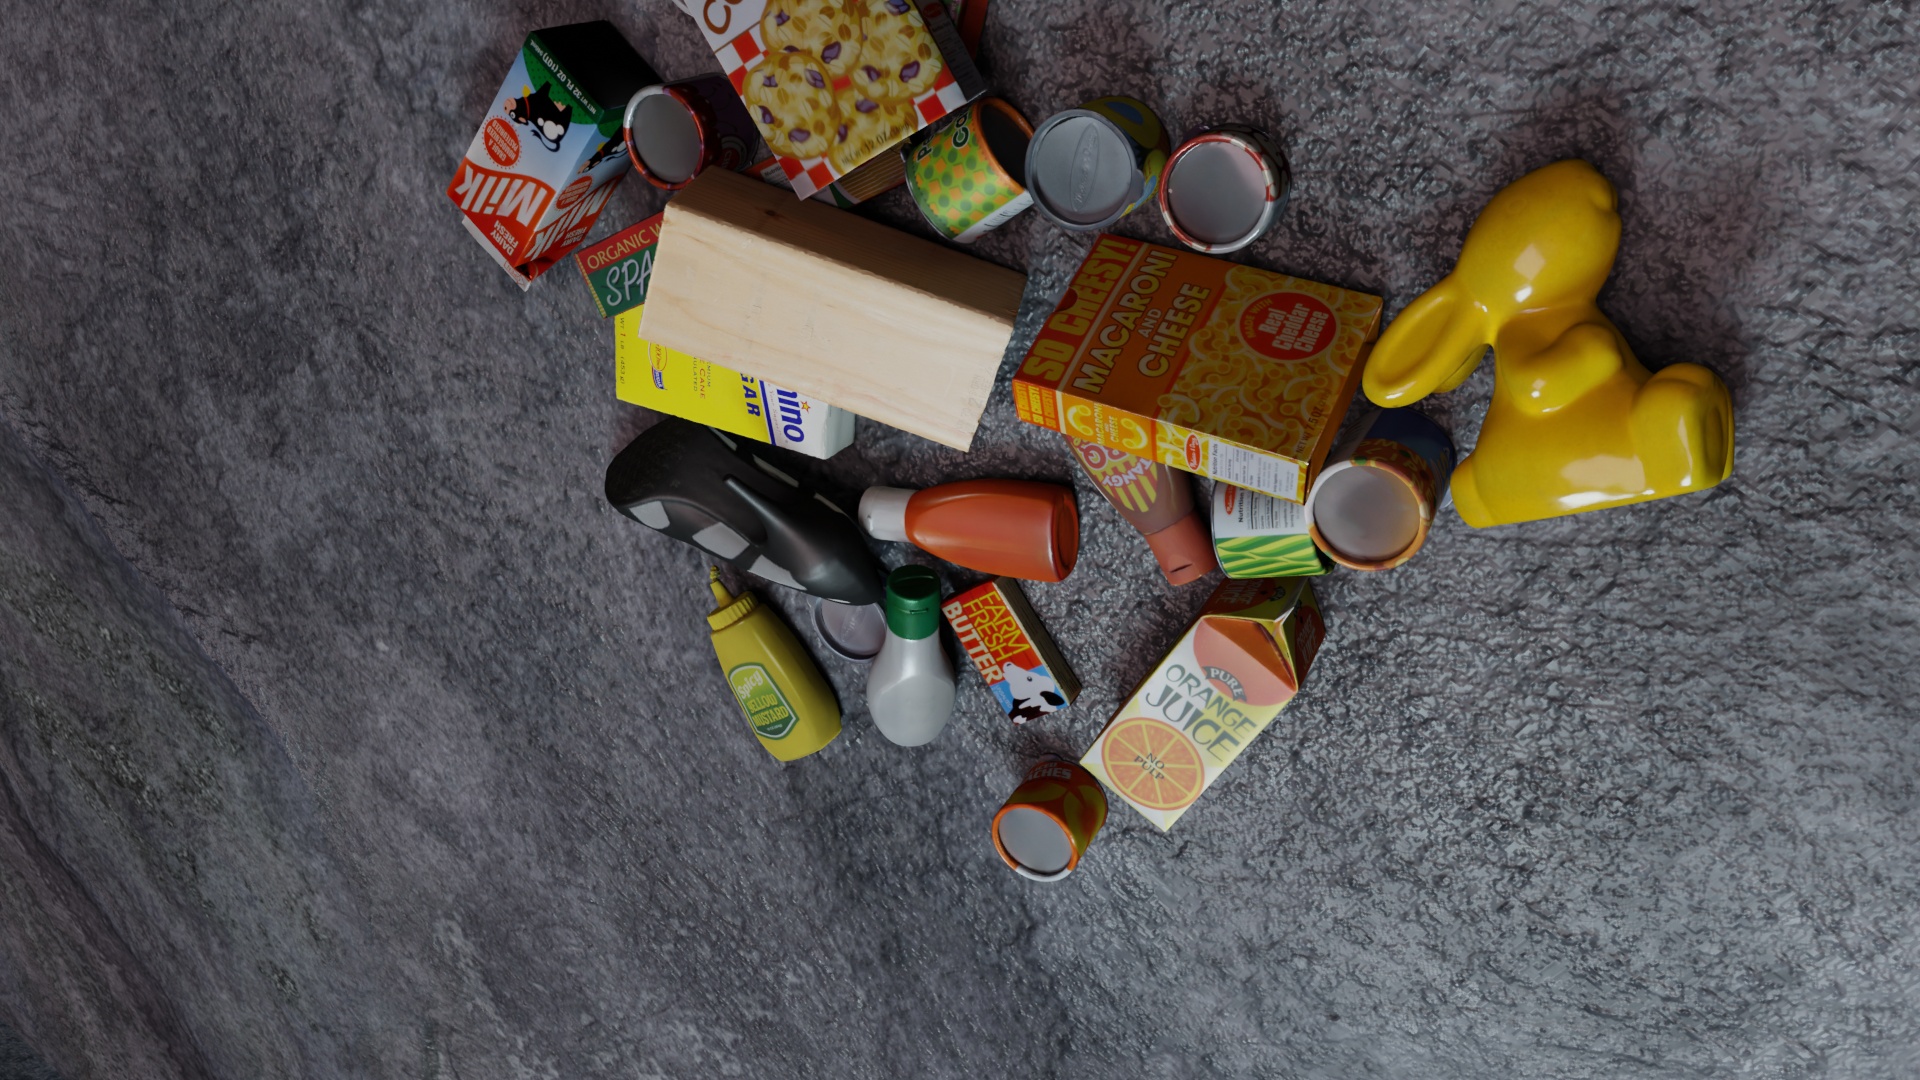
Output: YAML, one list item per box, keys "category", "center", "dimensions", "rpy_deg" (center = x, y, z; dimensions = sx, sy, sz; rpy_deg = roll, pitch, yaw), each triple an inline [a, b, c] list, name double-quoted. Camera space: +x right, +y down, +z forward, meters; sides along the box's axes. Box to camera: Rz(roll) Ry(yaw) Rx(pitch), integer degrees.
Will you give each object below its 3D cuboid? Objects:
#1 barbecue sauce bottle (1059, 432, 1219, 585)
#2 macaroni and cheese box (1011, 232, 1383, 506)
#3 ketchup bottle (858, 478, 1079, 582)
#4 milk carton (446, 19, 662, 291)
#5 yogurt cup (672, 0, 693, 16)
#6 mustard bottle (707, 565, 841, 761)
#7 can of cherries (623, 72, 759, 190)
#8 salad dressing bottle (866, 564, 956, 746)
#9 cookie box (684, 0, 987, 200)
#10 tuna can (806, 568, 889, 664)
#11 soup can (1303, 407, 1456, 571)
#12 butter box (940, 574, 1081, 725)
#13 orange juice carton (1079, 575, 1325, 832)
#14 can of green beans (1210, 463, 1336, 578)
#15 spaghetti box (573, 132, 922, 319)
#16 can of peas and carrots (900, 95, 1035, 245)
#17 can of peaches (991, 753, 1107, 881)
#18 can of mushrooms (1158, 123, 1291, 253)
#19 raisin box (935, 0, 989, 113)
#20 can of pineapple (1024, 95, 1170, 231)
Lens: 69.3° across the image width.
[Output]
- category: "barbecue sauce bottle"
  center: [0.109, -0.044, 0.848]
  dimensions: [0.064, 0.044, 0.148]
  rpy_deg: [-24, 100, 35]
- category: "macaroni and cheese box"
  center: [0.129, -0.099, 0.759]
  dimensions: [0.166, 0.124, 0.040]
  rpy_deg: [19, 150, 21]
- category: "ketchup bottle"
  center: [0.003, -0.012, 0.924]
  dimensions: [0.149, 0.044, 0.064]
  rpy_deg: [7, 118, 27]
- category: "milk carton"
  center: [-0.283, -0.256, 0.949]
  dimensions: [0.072, 0.074, 0.189]
  rpy_deg: [48, 127, 0]
- category: "yogurt cup"
  center: [-0.141, -0.350, 0.833]
  dimensions: [0.072, 0.054, 0.072]
  rpy_deg: [13, 119, 24]
- category: "mustard bottle"
  center: [-0.153, 0.091, 1.060]
  dimensions: [0.065, 0.049, 0.160]
  rpy_deg: [-25, 100, 34]
- category: "can of cherries"
  center: [-0.171, -0.260, 0.892]
  dimensions: [0.071, 0.059, 0.071]
  rpy_deg: [13, 119, 24]
- category: "salad dressing bottle"
  center: [-0.033, 0.081, 0.967]
  dimensions: [0.064, 0.044, 0.146]
  rpy_deg: [-6, 133, -11]
- category: "cookie box"
  center: [-0.080, -0.295, 0.775]
  dimensions: [0.122, 0.040, 0.167]
  rpy_deg: [-22, 107, 30]
- category: "tuna can"
  center: [-0.074, 0.052, 1.006]
  dimensions: [0.071, 0.033, 0.070]
  rpy_deg: [13, 119, 24]
- category: "soup can"
  center: [0.233, -0.028, 0.760]
  dimensions: [0.071, 0.084, 0.071]
  rpy_deg: [12, 119, 24]
- category: "butter box"
  center: [0.035, 0.074, 0.960]
  dimensions: [0.053, 0.024, 0.103]
  rpy_deg: [-27, 99, 36]
- category: "orange juice carton"
  center: [0.160, 0.088, 0.866]
  dimensions: [0.073, 0.072, 0.191]
  rpy_deg: [38, 127, 7]
- category: "can of green beans"
  center: [0.184, -0.012, 0.807]
  dimensions: [0.058, 0.071, 0.071]
  rpy_deg: [-3, 112, 30]
- category: "spaghetti box"
  center: [-0.137, -0.209, 0.886]
  dimensions: [0.249, 0.029, 0.050]
  rpy_deg: [-19, 102, 23]
- category: "can of peas and carrots"
  center: [0.009, -0.216, 0.805]
  dimensions: [0.058, 0.071, 0.071]
  rpy_deg: [-27, 99, 35]
- category: "can of peaches"
  center: [0.062, 0.196, 0.984]
  dimensions: [0.071, 0.058, 0.071]
  rpy_deg: [13, 120, 24]
- category: "can of mushrooms"
  center: [0.143, -0.194, 0.761]
  dimensions: [0.071, 0.034, 0.070]
  rpy_deg: [13, 120, 24]
- category: "raisin box"
  center: [-0.049, -0.310, 0.810]
  dimensions: [0.123, 0.040, 0.085]
  rpy_deg: [27, 125, 17]
- category: "can of pineapple"
  center: [0.079, -0.210, 0.775]
  dimensions: [0.071, 0.058, 0.070]
  rpy_deg: [13, 119, 24]
